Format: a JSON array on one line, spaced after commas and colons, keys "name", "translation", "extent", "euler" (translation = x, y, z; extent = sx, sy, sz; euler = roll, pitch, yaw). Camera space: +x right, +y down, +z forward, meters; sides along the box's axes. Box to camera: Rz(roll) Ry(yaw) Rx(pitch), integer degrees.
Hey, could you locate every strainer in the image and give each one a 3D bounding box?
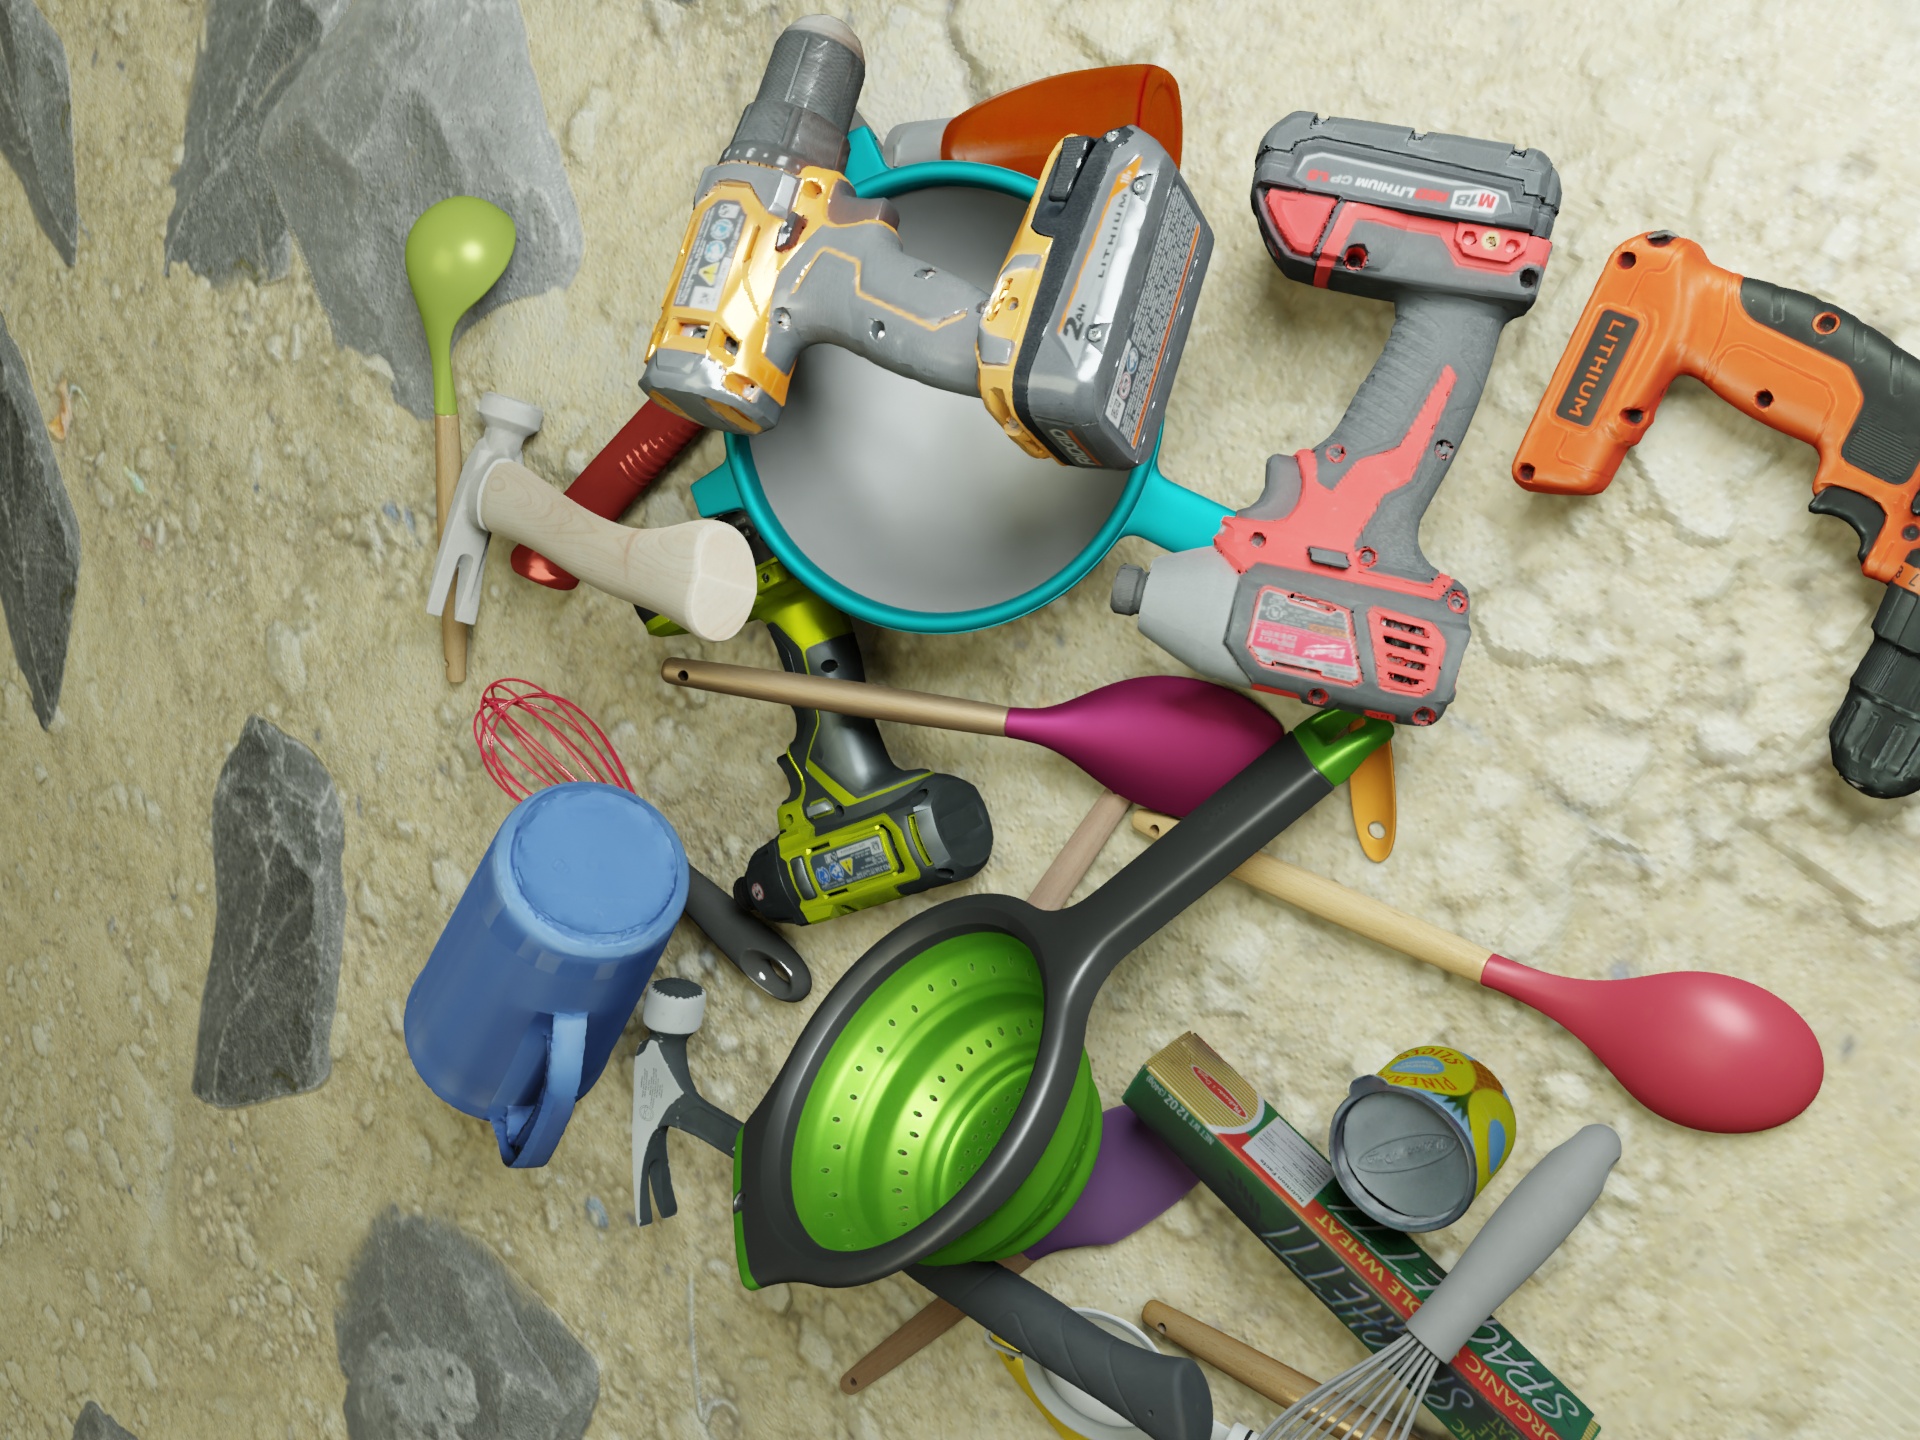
[{"name": "strainer", "translation": [0.055, -0.119, 0.744], "extent": [0.340, 0.095, 0.211], "euler": [28, 102, 12]}, {"name": "strainer", "translation": [0.133, 0.361, 0.804], "extent": [0.258, 0.050, 0.086], "euler": [22, 119, 25]}]

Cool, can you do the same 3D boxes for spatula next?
[{"name": "spatula", "translation": [0.022, 0.304, 0.887], "extent": [0.060, 0.018, 0.315], "euler": [53, 123, 17]}]

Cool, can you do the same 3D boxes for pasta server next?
[{"name": "pasta server", "translation": [0.010, 0.144, 0.853], "extent": [0.060, 0.040, 0.316], "euler": [48, 122, 28]}]

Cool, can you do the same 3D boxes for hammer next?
[{"name": "hammer", "translation": [-0.209, -0.089, 0.850], "extent": [0.411, 0.038, 0.146], "euler": [26, 99, 56]}, {"name": "hammer", "translation": [-0.043, 0.279, 0.860], "extent": [0.409, 0.036, 0.149], "euler": [19, 103, 37]}, {"name": "hammer", "translation": [-0.158, -0.194, 0.912], "extent": [0.359, 0.036, 0.149], "euler": [-36, 77, 35]}]

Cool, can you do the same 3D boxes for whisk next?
[{"name": "whisk", "translation": [-0.201, 0.073, 0.985], "extent": [0.296, 0.073, 0.073], "euler": [40, 120, 17]}, {"name": "whisk", "translation": [0.201, 0.265, 0.677], "extent": [0.055, 0.055, 0.239], "euler": [41, 89, 23]}]

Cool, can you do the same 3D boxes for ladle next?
[{"name": "ladle", "translation": [0.210, 0.098, 0.706], "extent": [0.316, 0.031, 0.069], "euler": [22, 111, 33]}, {"name": "ladle", "translation": [-0.325, -0.177, 1.042], "extent": [0.078, 0.062, 0.320], "euler": [24, 119, 37]}]

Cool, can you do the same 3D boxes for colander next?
[{"name": "colander", "translation": [0.060, 0.142, 0.754], "extent": [0.397, 0.205, 0.094], "euler": [-41, 119, 15]}]

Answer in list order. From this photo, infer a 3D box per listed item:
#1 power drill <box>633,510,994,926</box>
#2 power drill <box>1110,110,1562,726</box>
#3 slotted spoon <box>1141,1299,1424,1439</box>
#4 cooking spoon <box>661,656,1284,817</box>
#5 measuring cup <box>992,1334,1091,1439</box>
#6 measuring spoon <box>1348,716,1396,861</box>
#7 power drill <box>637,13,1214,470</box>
[{"name": "power drill", "translation": [-0.092, 0.000, 0.878], "extent": [0.171, 0.080, 0.223], "euler": [-21, 90, 36]}, {"name": "power drill", "translation": [0.147, -0.116, 0.635], "extent": [0.143, 0.078, 0.219], "euler": [13, 98, 11]}, {"name": "slotted spoon", "translation": [0.221, 0.348, 0.745], "extent": [0.314, 0.031, 0.070], "euler": [18, 109, 35]}, {"name": "cooking spoon", "translation": [-0.001, -0.003, 0.786], "extent": [0.319, 0.017, 0.068], "euler": [9, 105, 15]}, {"name": "measuring cup", "translation": [0.063, 0.404, 0.868], "extent": [0.157, 0.029, 0.062], "euler": [48, 123, 17]}, {"name": "measuring spoon", "translation": [0.186, 0.007, 0.716], "extent": [0.021, 0.011, 0.117], "euler": [1, 103, 35]}, {"name": "power drill", "translation": [-0.015, -0.202, 0.658], "extent": [0.226, 0.084, 0.185], "euler": [14, 83, 28]}]
